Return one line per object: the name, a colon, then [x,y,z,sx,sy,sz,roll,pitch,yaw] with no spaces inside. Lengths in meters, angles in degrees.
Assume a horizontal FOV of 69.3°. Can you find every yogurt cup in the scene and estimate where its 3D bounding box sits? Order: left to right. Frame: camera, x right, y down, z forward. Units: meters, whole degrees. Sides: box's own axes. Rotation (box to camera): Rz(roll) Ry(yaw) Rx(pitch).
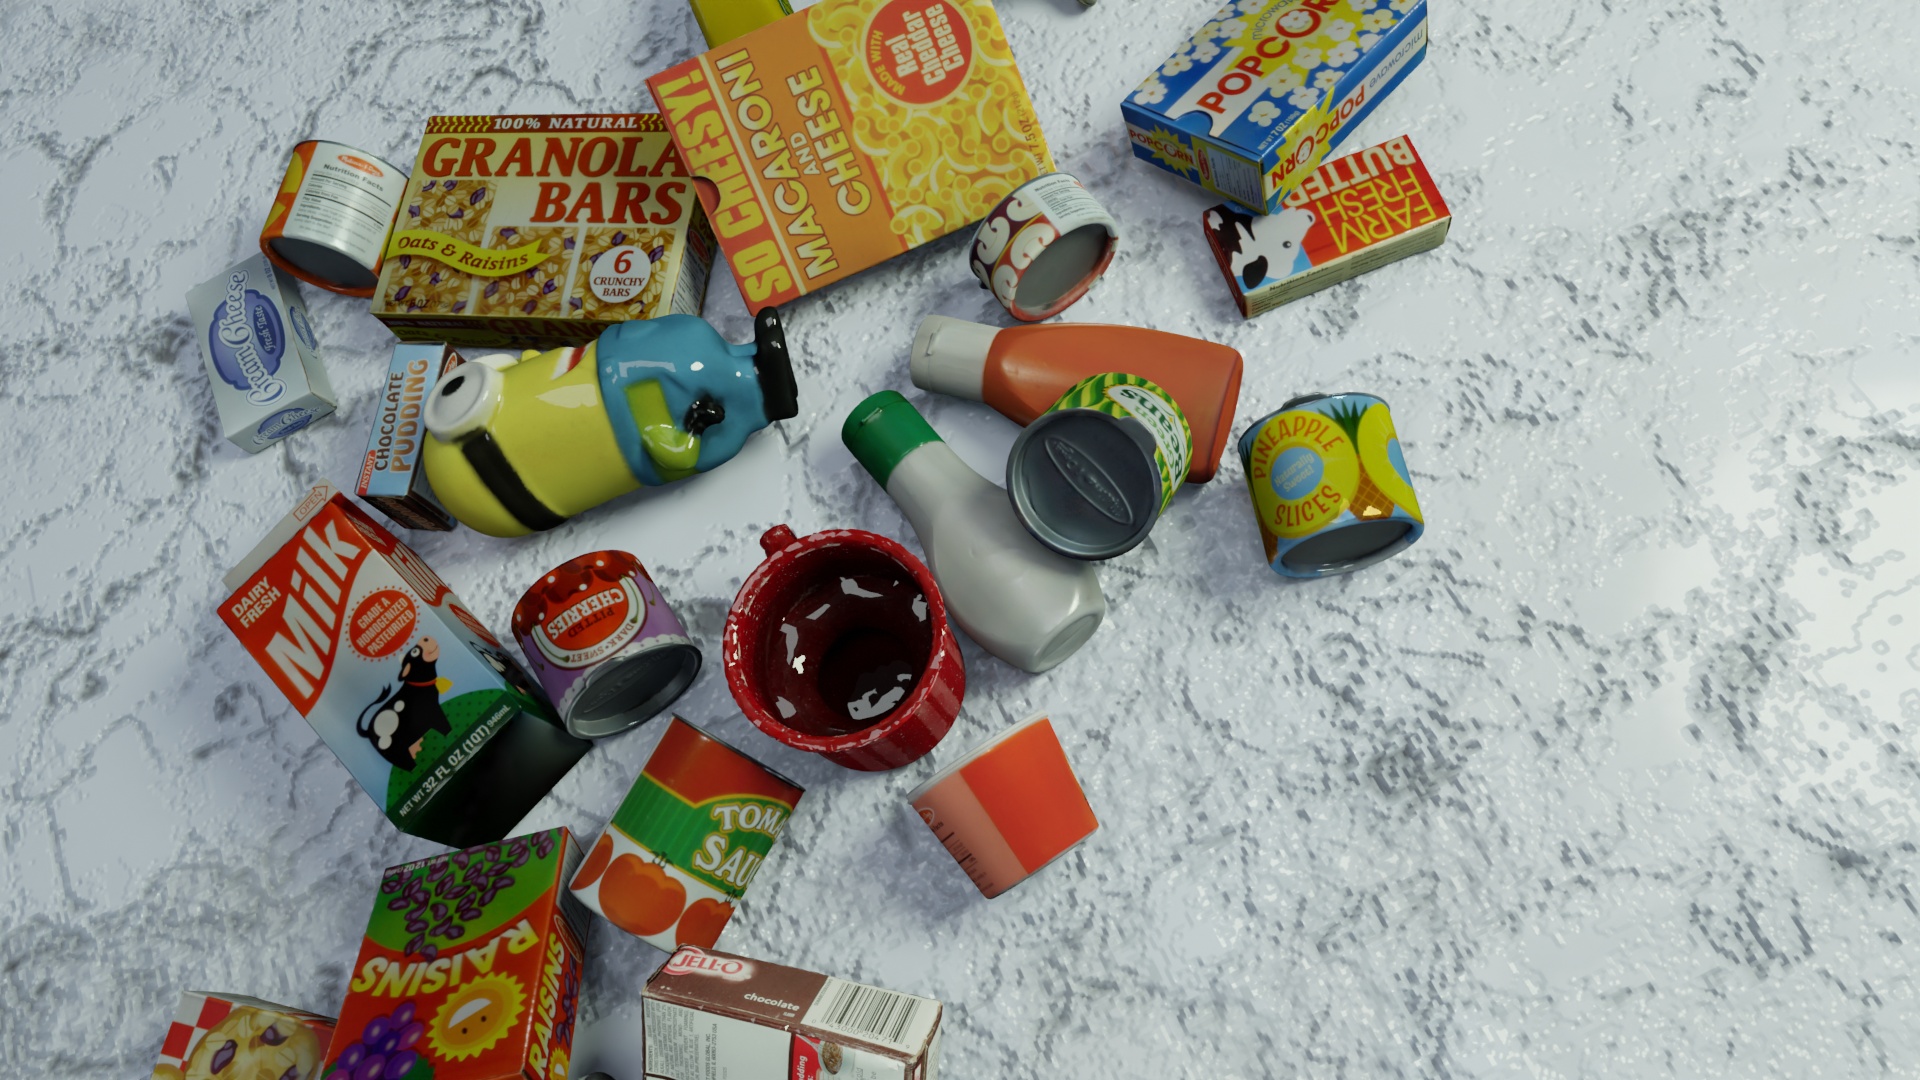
yogurt cup: [0.020,0.109,0.566,0.072,0.072,0.054,-33,79,-2]

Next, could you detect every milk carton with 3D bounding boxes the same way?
milk carton: [-0.266,0.051,0.639,0.191,0.073,0.072,39,81,22]

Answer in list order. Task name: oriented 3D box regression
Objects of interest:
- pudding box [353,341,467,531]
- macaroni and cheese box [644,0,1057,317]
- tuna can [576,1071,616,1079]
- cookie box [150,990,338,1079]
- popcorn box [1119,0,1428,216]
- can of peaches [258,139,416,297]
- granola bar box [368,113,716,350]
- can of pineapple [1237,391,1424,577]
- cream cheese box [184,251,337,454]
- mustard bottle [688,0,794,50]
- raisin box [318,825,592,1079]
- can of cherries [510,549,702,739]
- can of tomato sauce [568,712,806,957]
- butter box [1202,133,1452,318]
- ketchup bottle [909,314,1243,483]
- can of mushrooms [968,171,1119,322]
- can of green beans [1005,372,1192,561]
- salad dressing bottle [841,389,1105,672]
pudding box: [-0.266,-0.052,0.691,0.030,0.049,0.084,4,71,11]
macaroni and cheese box: [-0.051,-0.198,0.678,0.166,0.040,0.123,-23,101,2]
tuna can: [-0.148,0.249,0.544,0.033,0.071,0.071,-22,67,4]
cookie box: [-0.265,0.267,0.574,0.167,0.040,0.123,8,71,14]
popcorn box: [0.151,-0.222,0.666,0.085,0.038,0.127,36,73,33]
can of peaches: [-0.331,-0.170,0.742,0.071,0.071,0.058,7,72,14]
granola bar box: [-0.211,-0.162,0.728,0.165,0.039,0.124,3,71,13]
can of pineapple: [0.155,-0.023,0.587,0.071,0.071,0.058,-13,68,6]
cream cheese box: [-0.376,-0.102,0.746,0.053,0.024,0.104,-29,67,1]
mustard bottle: [-0.119,-0.289,0.747,0.049,0.065,0.161,-26,64,5]
raisin box: [-0.200,0.182,0.561,0.086,0.040,0.124,-13,34,2]
can of cherries: [-0.159,0.045,0.621,0.071,0.071,0.058,-36,67,-3]
can of tomato sauce: [-0.113,0.125,0.584,0.071,0.071,0.083,26,77,19]
butter box: [0.172,-0.148,0.656,0.103,0.024,0.053,-21,67,3]
ketchup bottle: [0.051,-0.072,0.640,0.149,0.043,0.065,15,84,16]
can of mushrooms: [0.039,-0.136,0.657,0.071,0.071,0.033,-36,68,-4]
can of green beans: [0.060,-0.032,0.586,0.071,0.058,0.071,9,115,20]
salad dressing bottle: [0.002,-0.008,0.626,0.064,0.044,0.148,-41,66,-1]
